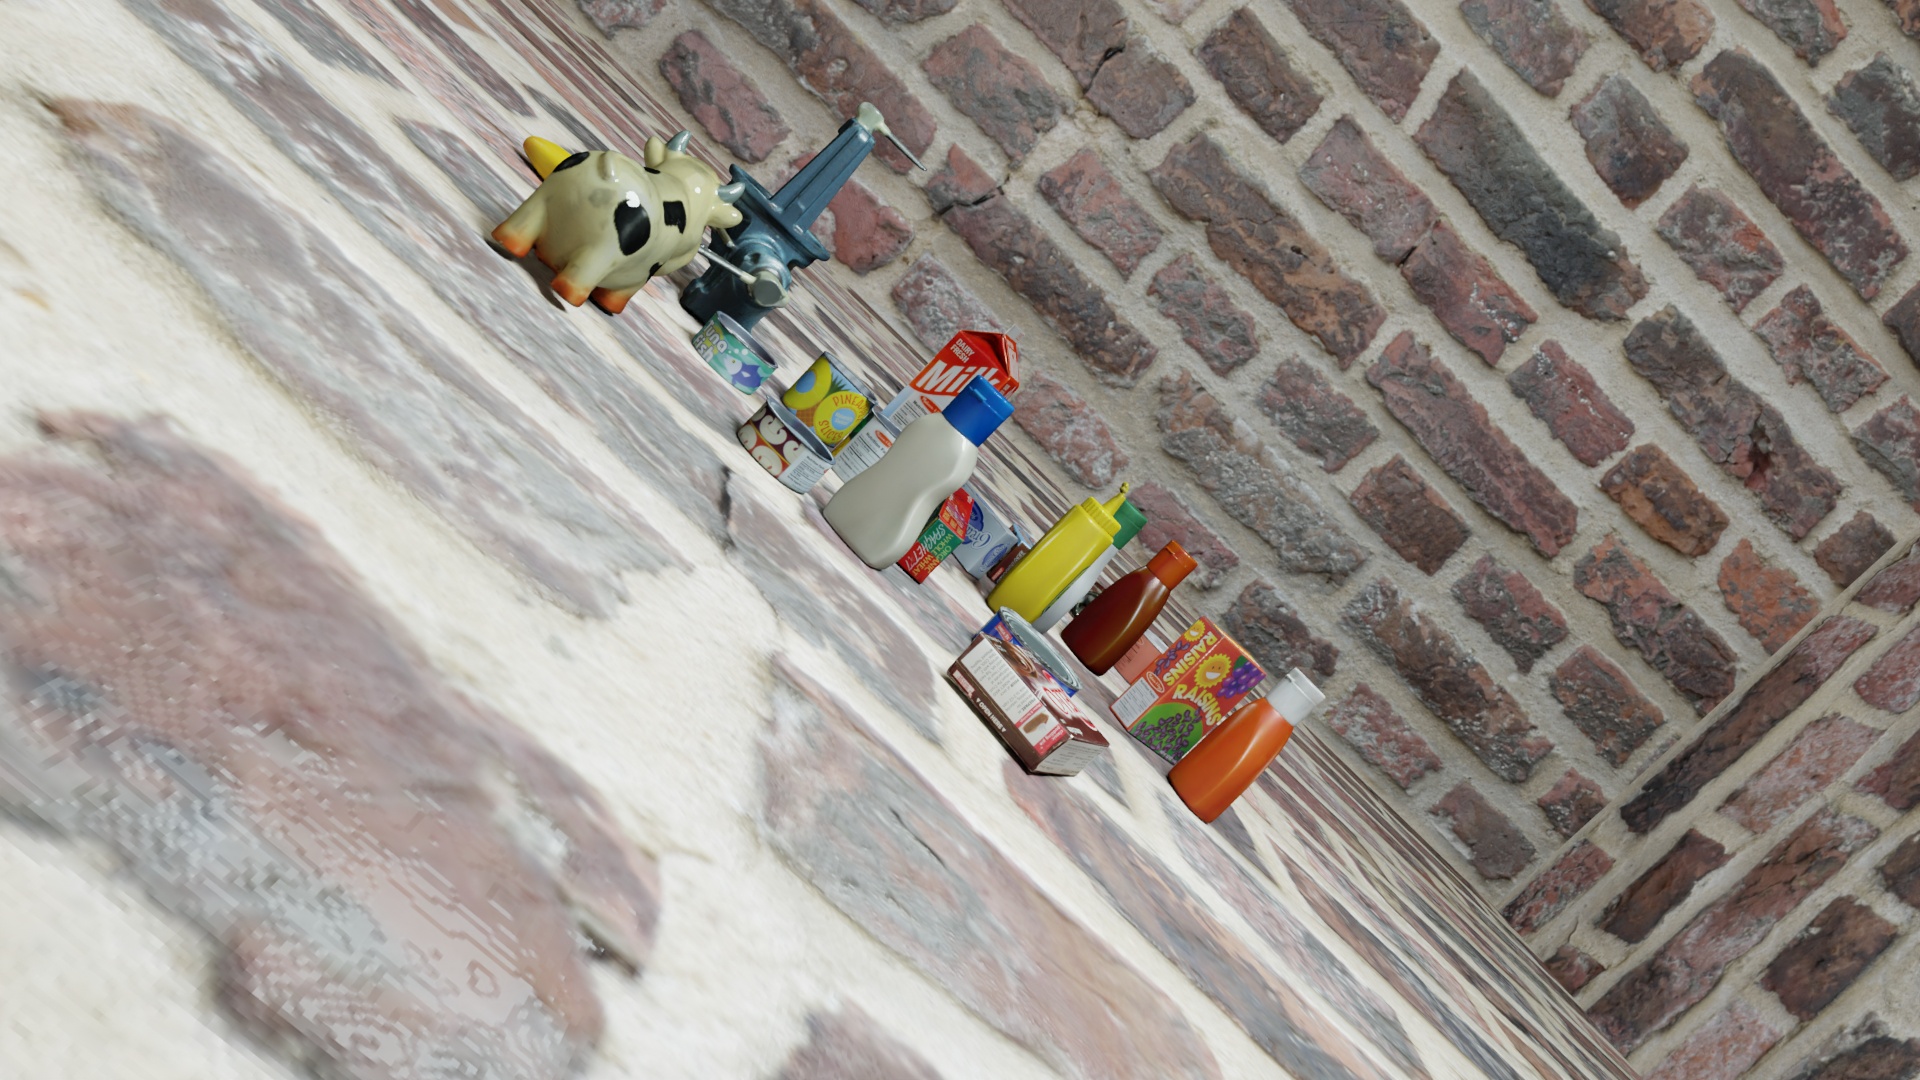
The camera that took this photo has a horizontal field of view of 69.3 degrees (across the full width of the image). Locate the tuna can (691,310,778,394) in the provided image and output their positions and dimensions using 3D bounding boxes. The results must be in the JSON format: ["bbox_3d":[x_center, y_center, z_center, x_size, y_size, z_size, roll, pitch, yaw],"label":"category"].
[{"bbox_3d":[-0.183,-0.151,1.116,0.071,0.033,0.071,43,8,-7],"label":"tuna can"}]

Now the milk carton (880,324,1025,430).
[{"bbox_3d":[-0.007,-0.145,1.403,0.073,0.190,0.072,46,7,7],"label":"milk carton"}]

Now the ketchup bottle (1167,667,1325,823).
[{"bbox_3d":[0.248,0.173,1.197,0.043,0.148,0.065,41,8,-25],"label":"ketchup bottle"}]

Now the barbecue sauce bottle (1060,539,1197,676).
[{"bbox_3d":[0.170,0.063,1.374,0.043,0.148,0.065,38,10,-43],"label":"barbecue sauce bottle"}]

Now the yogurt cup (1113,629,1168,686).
[{"bbox_3d":[0.204,0.134,1.523,0.072,0.054,0.072,44,8,-7],"label":"yogurt cup"}]

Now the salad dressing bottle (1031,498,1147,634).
[{"bbox_3d":[0.108,0.021,1.277,0.044,0.147,0.064,41,8,-23],"label":"salad dressing bottle"}]

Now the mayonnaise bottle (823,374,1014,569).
[{"bbox_3d":[-0.026,-0.050,0.968,0.065,0.148,0.041,47,8,20],"label":"mayonnaise bottle"}]

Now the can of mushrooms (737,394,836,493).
[{"bbox_3d":[-0.124,-0.068,0.978,0.071,0.033,0.071,43,8,-7],"label":"can of mushrooms"}]

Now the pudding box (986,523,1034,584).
[{"bbox_3d":[0.050,0.017,1.367,0.030,0.049,0.084,43,8,-11],"label":"pudding box"}]

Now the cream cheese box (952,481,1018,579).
[{"bbox_3d":[0.005,-0.016,1.293,0.024,0.053,0.104,36,12,-51],"label":"cream cheese box"}]

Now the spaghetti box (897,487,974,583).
[{"bbox_3d":[-0.019,-0.011,1.159,0.028,0.050,0.250,44,8,-4],"label":"spaghetti box"}]

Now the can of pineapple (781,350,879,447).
[{"bbox_3d":[-0.115,-0.123,1.225,0.071,0.058,0.071,44,8,-7],"label":"can of pineapple"}]

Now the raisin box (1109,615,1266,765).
[{"bbox_3d":[0.210,0.138,1.279,0.086,0.123,0.040,39,9,-38],"label":"raisin box"}]

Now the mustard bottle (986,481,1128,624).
[{"bbox_3d":[0.092,0.010,1.210,0.049,0.160,0.065,45,7,1],"label":"mustard bottle"}]

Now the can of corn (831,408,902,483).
[{"bbox_3d":[-0.069,-0.067,1.167,0.071,0.058,0.071,44,8,-7],"label":"can of corn"}]
